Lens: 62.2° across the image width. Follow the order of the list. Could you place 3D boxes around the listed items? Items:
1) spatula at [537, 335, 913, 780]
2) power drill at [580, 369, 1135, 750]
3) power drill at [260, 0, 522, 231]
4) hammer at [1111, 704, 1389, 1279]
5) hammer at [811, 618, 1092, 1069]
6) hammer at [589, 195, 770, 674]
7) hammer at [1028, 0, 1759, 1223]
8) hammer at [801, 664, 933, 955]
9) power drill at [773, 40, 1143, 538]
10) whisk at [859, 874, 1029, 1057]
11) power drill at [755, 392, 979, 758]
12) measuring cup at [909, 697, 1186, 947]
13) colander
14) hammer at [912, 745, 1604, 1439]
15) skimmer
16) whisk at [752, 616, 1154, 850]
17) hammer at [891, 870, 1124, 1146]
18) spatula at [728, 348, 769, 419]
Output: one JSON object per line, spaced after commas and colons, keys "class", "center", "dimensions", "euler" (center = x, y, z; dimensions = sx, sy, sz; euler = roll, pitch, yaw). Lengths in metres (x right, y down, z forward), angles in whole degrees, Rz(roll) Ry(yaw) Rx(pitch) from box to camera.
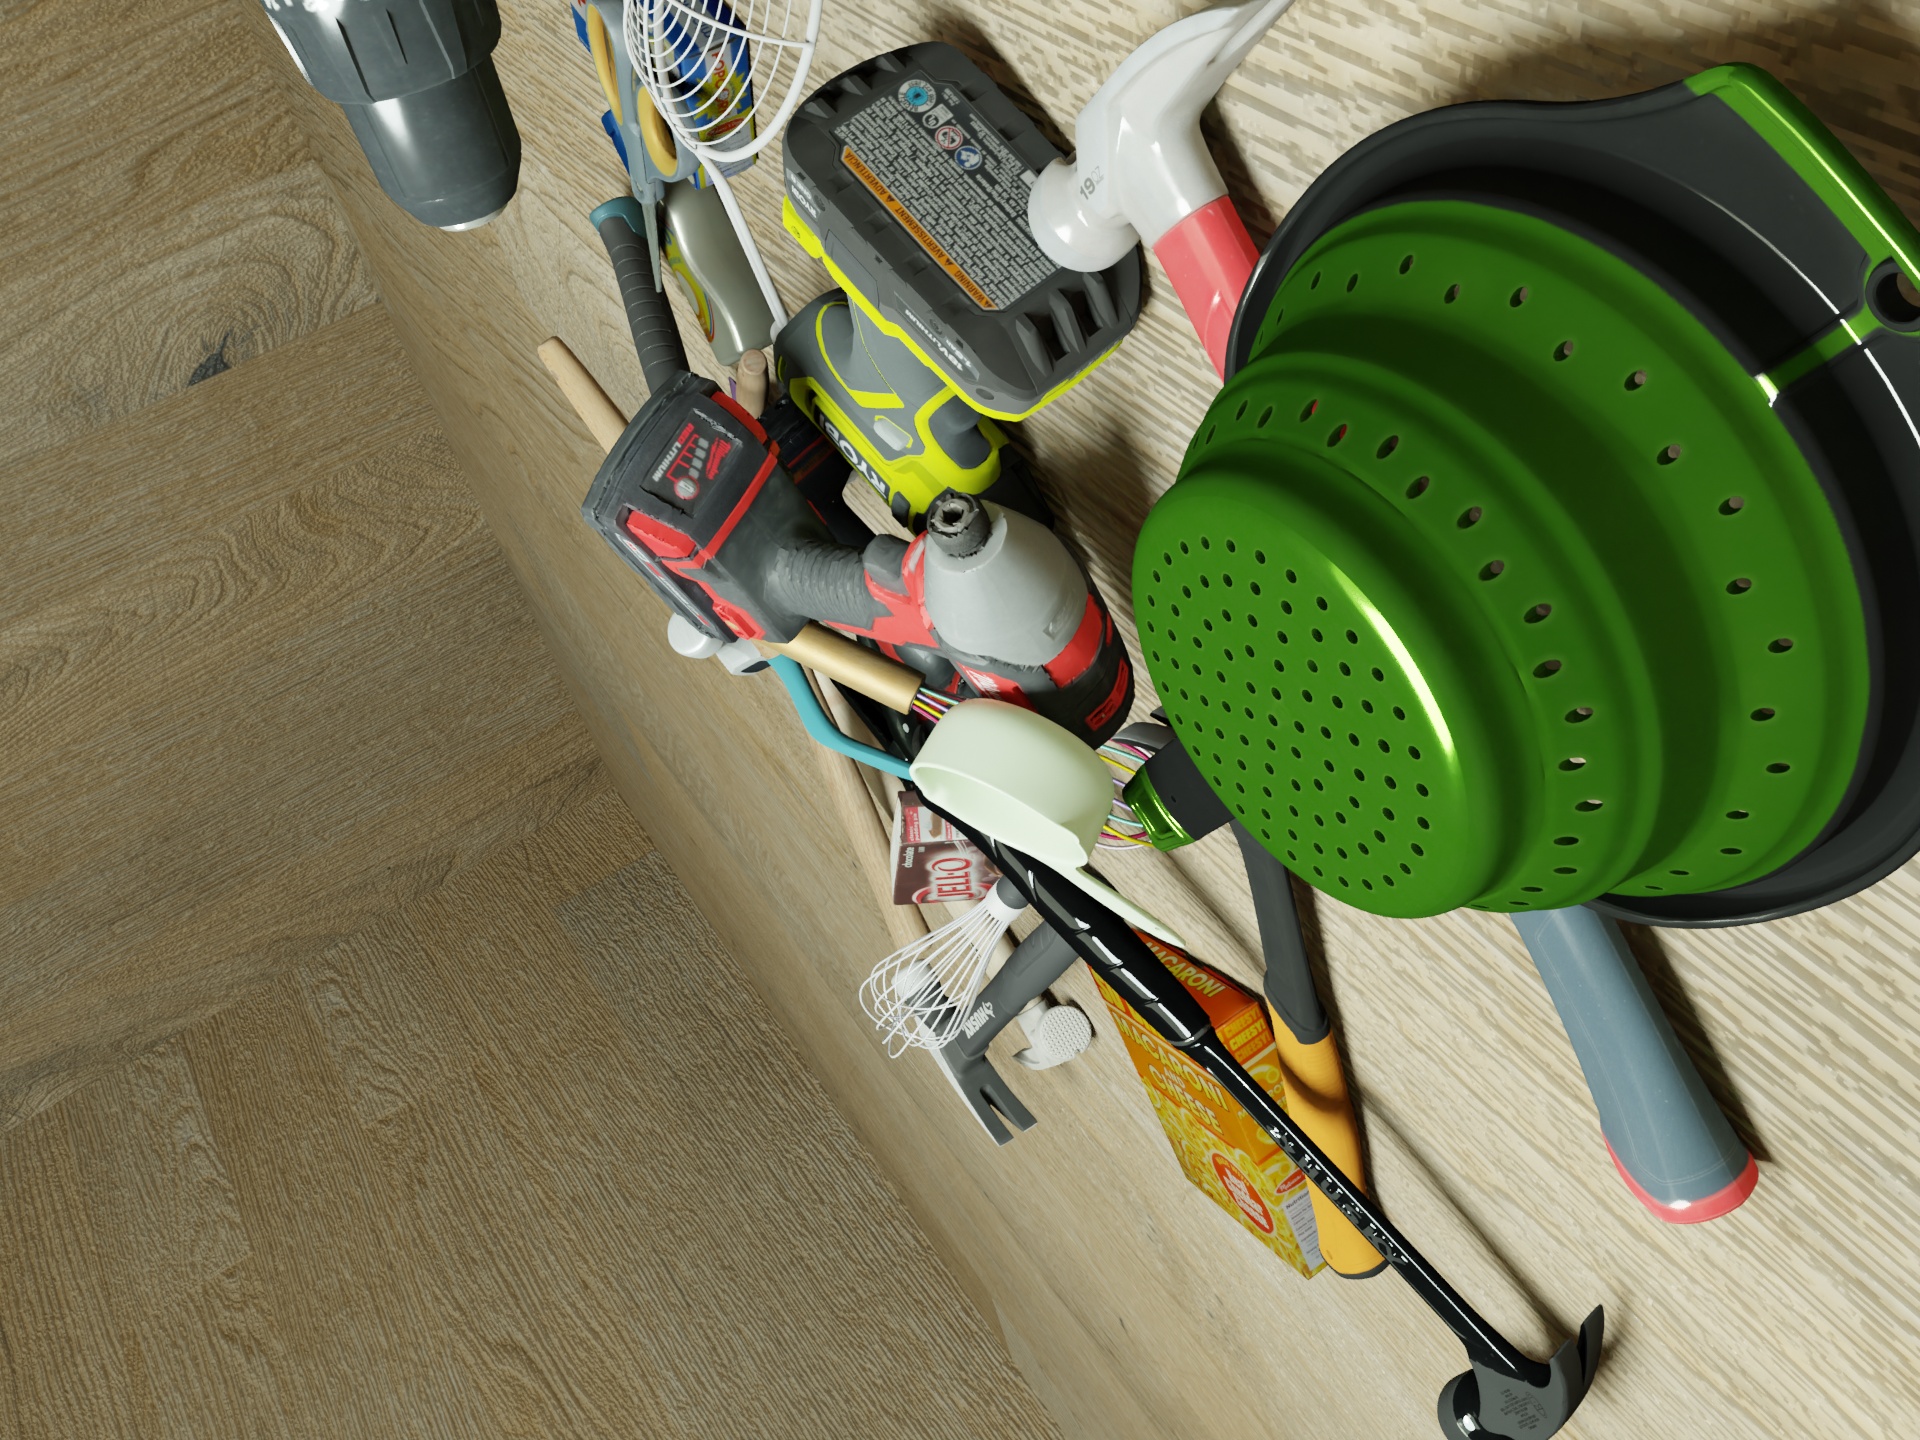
{"class": "spatula", "center": [-0.099, -0.062, 0.794], "dimensions": [0.082, 0.044, 0.317], "euler": [12, 142, 57]}
{"class": "power drill", "center": [-0.041, -0.064, 0.646], "dimensions": [0.220, 0.078, 0.143], "euler": [22, 164, 32]}
{"class": "power drill", "center": [-0.093, -0.254, 0.421], "dimensions": [0.080, 0.228, 0.190], "euler": [44, 158, 42]}
{"class": "hammer", "center": [0.154, 0.143, 0.738], "dimensions": [0.127, 0.034, 0.336], "euler": [37, 152, 51]}
{"class": "hammer", "center": [-0.038, 0.077, 1.185], "dimensions": [0.411, 0.038, 0.146], "euler": [57, 165, 8]}
{"class": "hammer", "center": [-0.169, -0.180, 0.969], "dimensions": [0.128, 0.033, 0.331], "euler": [15, -128, -63]}
{"class": "hammer", "center": [0.146, -0.020, 0.470], "dimensions": [0.386, 0.038, 0.143], "euler": [61, 162, -4]}
{"class": "hammer", "center": [-0.091, 0.026, 1.132], "dimensions": [0.130, 0.031, 0.331], "euler": [24, 139, 61]}
{"class": "power drill", "center": [-0.004, -0.141, 0.637], "dimensions": [0.171, 0.080, 0.223], "euler": [49, 166, 9]}
{"class": "whisk", "center": [0.015, 0.121, 0.935], "dimensions": [0.070, 0.070, 0.284], "euler": [54, 138, 17]}
{"class": "power drill", "center": [-0.047, -0.053, 0.864], "dimensions": [0.226, 0.080, 0.188], "euler": [45, 164, -3]}
{"class": "measuring cup", "center": [0.050, 0.043, 0.634], "dimensions": [0.083, 0.038, 0.167], "euler": [11, 159, 48]}
{"class": "colander", "center": [0.089, 0.000, 0.437], "dimensions": [0.204, 0.094, 0.397], "euler": [57, 161, 7]}
{"class": "hammer", "center": [0.117, 0.155, 0.727], "dimensions": [0.409, 0.036, 0.149], "euler": [46, 156, 19]}
{"class": "skimmer", "center": [-0.071, -0.234, 0.751], "dimensions": [0.127, 0.090, 0.363], "euler": [58, 175, 27]}
{"class": "whisk", "center": [-0.002, -0.002, 0.747], "dimensions": [0.245, 0.047, 0.051], "euler": [26, 153, 4]}
{"class": "hammer", "center": [0.038, 0.179, 1.038], "dimensions": [0.146, 0.035, 0.334], "euler": [57, 153, 15]}
{"class": "spatula", "center": [-0.121, -0.184, 0.916], "dimensions": [0.059, 0.018, 0.316], "euler": [64, 175, -8]}
